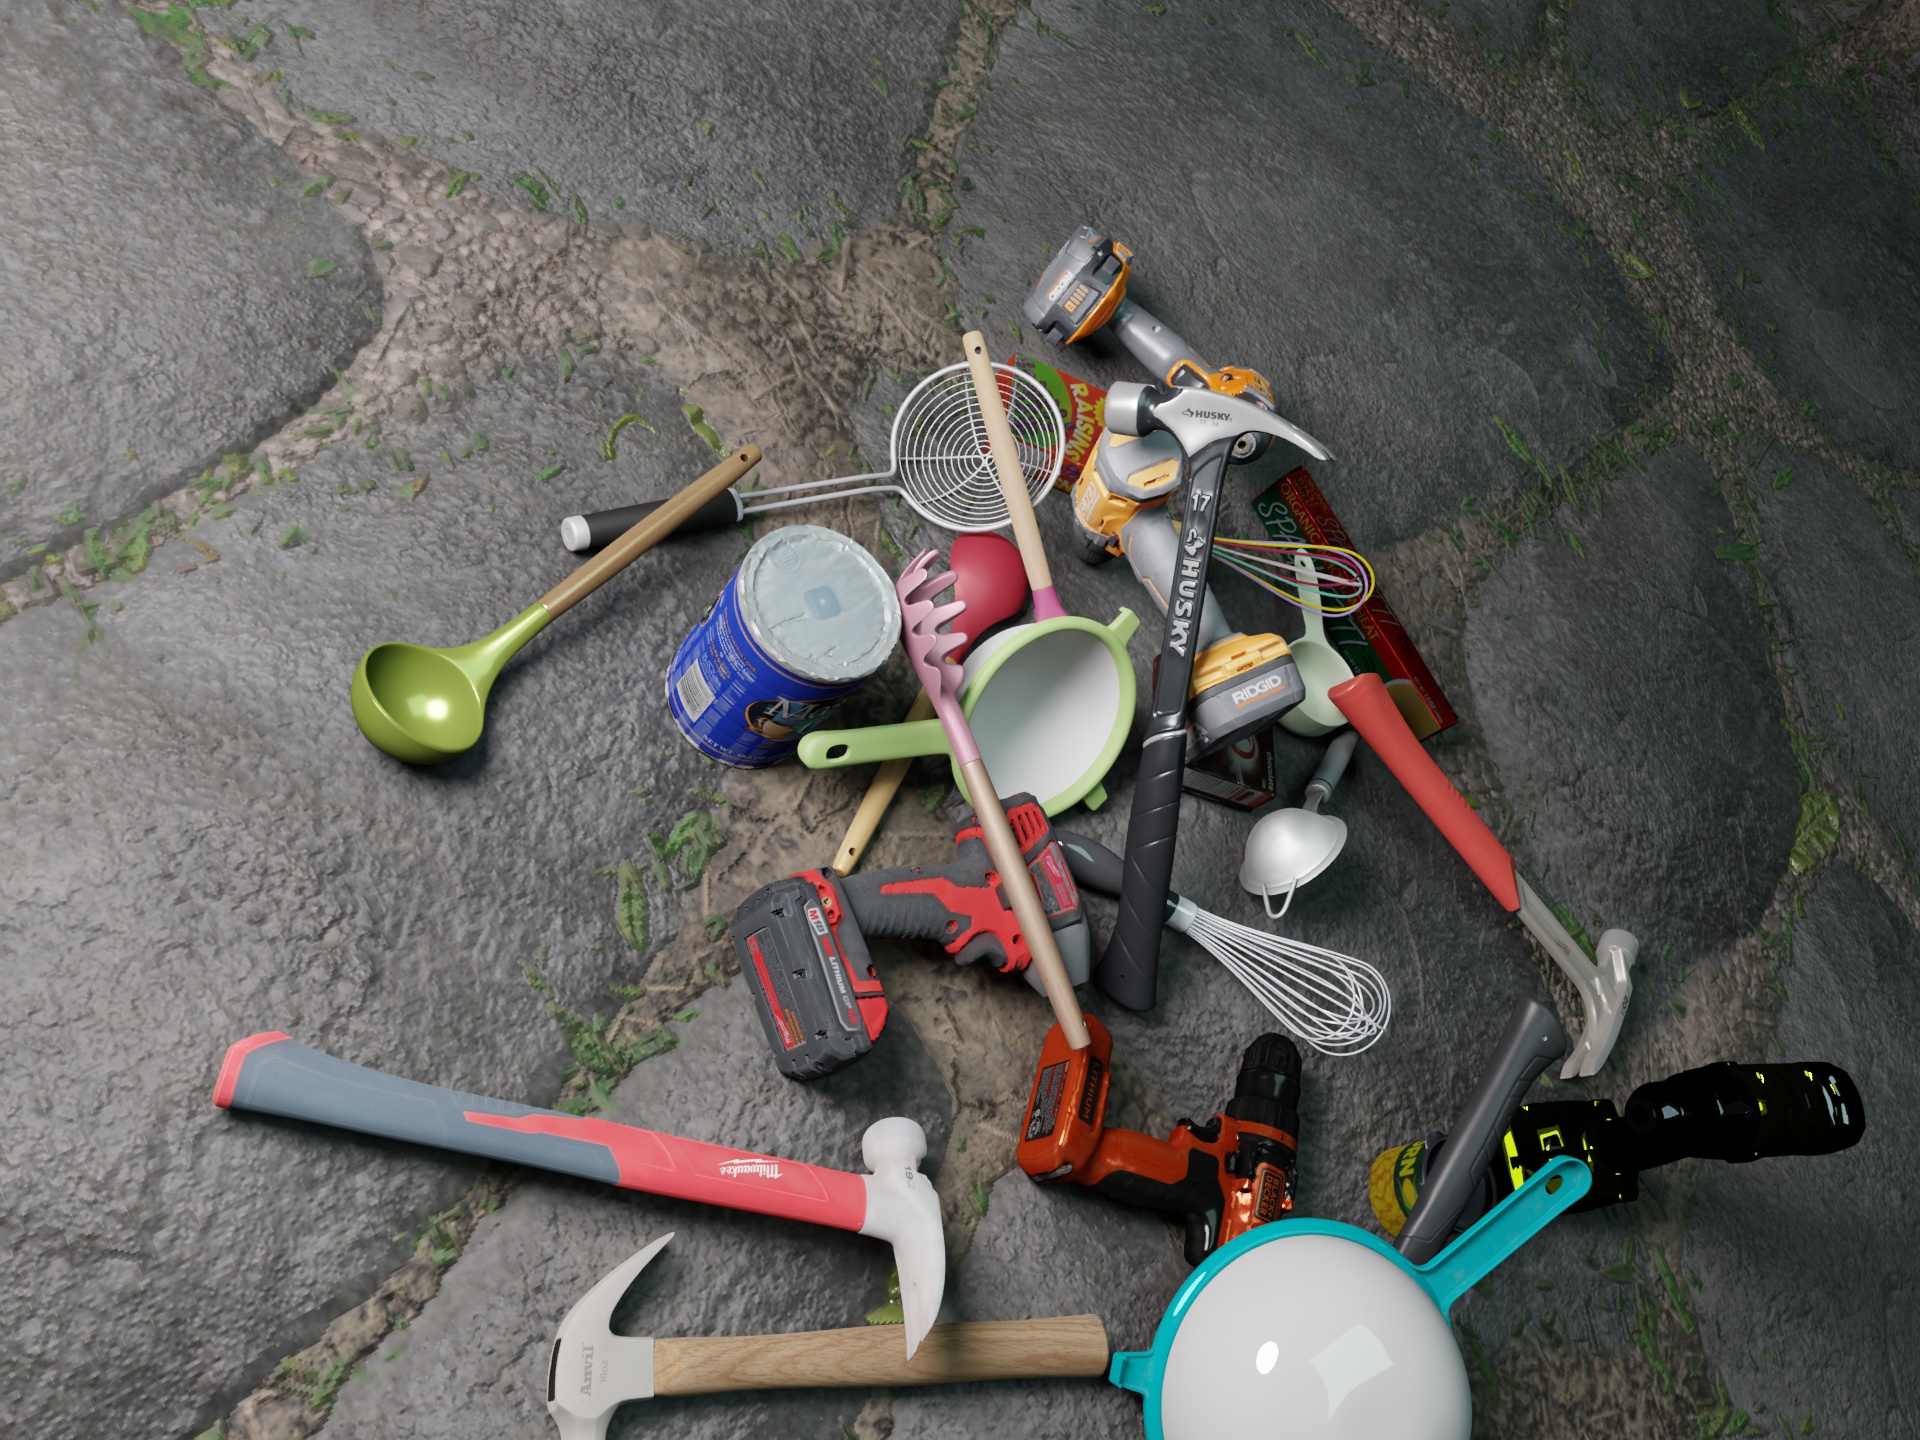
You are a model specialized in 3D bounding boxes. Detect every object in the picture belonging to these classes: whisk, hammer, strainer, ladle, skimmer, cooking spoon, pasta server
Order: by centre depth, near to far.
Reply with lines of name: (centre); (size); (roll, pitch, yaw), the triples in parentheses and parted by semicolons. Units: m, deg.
hammer: (-0.190, 0.238, 0.836); (0.386, 0.038, 0.143); (17, 30, -18)
hammer: (-0.062, 0.352, 0.885); (0.331, 0.031, 0.130); (8, 63, -27)
strainer: (0.273, 0.376, 0.954); (0.340, 0.095, 0.211); (-33, 92, -14)
ladle: (-0.230, -0.085, 0.964); (0.078, 0.062, 0.320); (49, 60, -4)
pasta server: (0.023, 0.048, 0.971); (0.316, 0.040, 0.060); (69, 20, 4)
hammer: (0.141, -0.007, 1.031); (0.036, 0.149, 0.409); (-14, 114, -61)
hammer: (0.303, 0.326, 1.041); (0.146, 0.035, 0.335); (37, 74, -7)
strainer: (-0.002, -0.003, 1.060); (0.256, 0.151, 0.069); (-7, 27, -32)
skimmer: (-0.092, -0.170, 1.090); (0.363, 0.090, 0.127); (-16, 81, -34)
ladle: (-0.020, -0.021, 1.100); (0.069, 0.031, 0.316); (35, 56, -14)
whisk: (0.181, 0.150, 1.115); (0.284, 0.070, 0.070); (30, 55, -8)
cooking spoon: (0.052, -0.119, 1.127); (0.068, 0.017, 0.319); (-17, 97, -4)
strainer: (0.266, 0.057, 1.203); (0.050, 0.087, 0.258); (60, 39, -14)
hammer: (0.407, 0.109, 1.251); (0.359, 0.036, 0.149); (48, 52, -10)
whisk: (0.212, -0.138, 1.257); (0.245, 0.047, 0.051); (16, 55, -7)

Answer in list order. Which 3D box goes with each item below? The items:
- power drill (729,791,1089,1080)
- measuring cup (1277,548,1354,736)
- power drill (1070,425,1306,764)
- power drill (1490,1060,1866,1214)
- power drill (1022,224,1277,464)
power drill: (-0.017, 0.137, 0.982); (0.219, 0.078, 0.143); (-15, 79, -33)
measuring cup: (0.275, -0.063, 1.286); (0.083, 0.038, 0.168); (15, 57, -24)
power drill: (0.145, -0.086, 1.135); (0.084, 0.185, 0.226); (-23, 80, -12)
power drill: (0.470, 0.287, 1.102); (0.190, 0.228, 0.080); (5, 64, -28)
power drill: (0.161, -0.291, 1.272); (0.226, 0.084, 0.164); (37, 23, -10)
